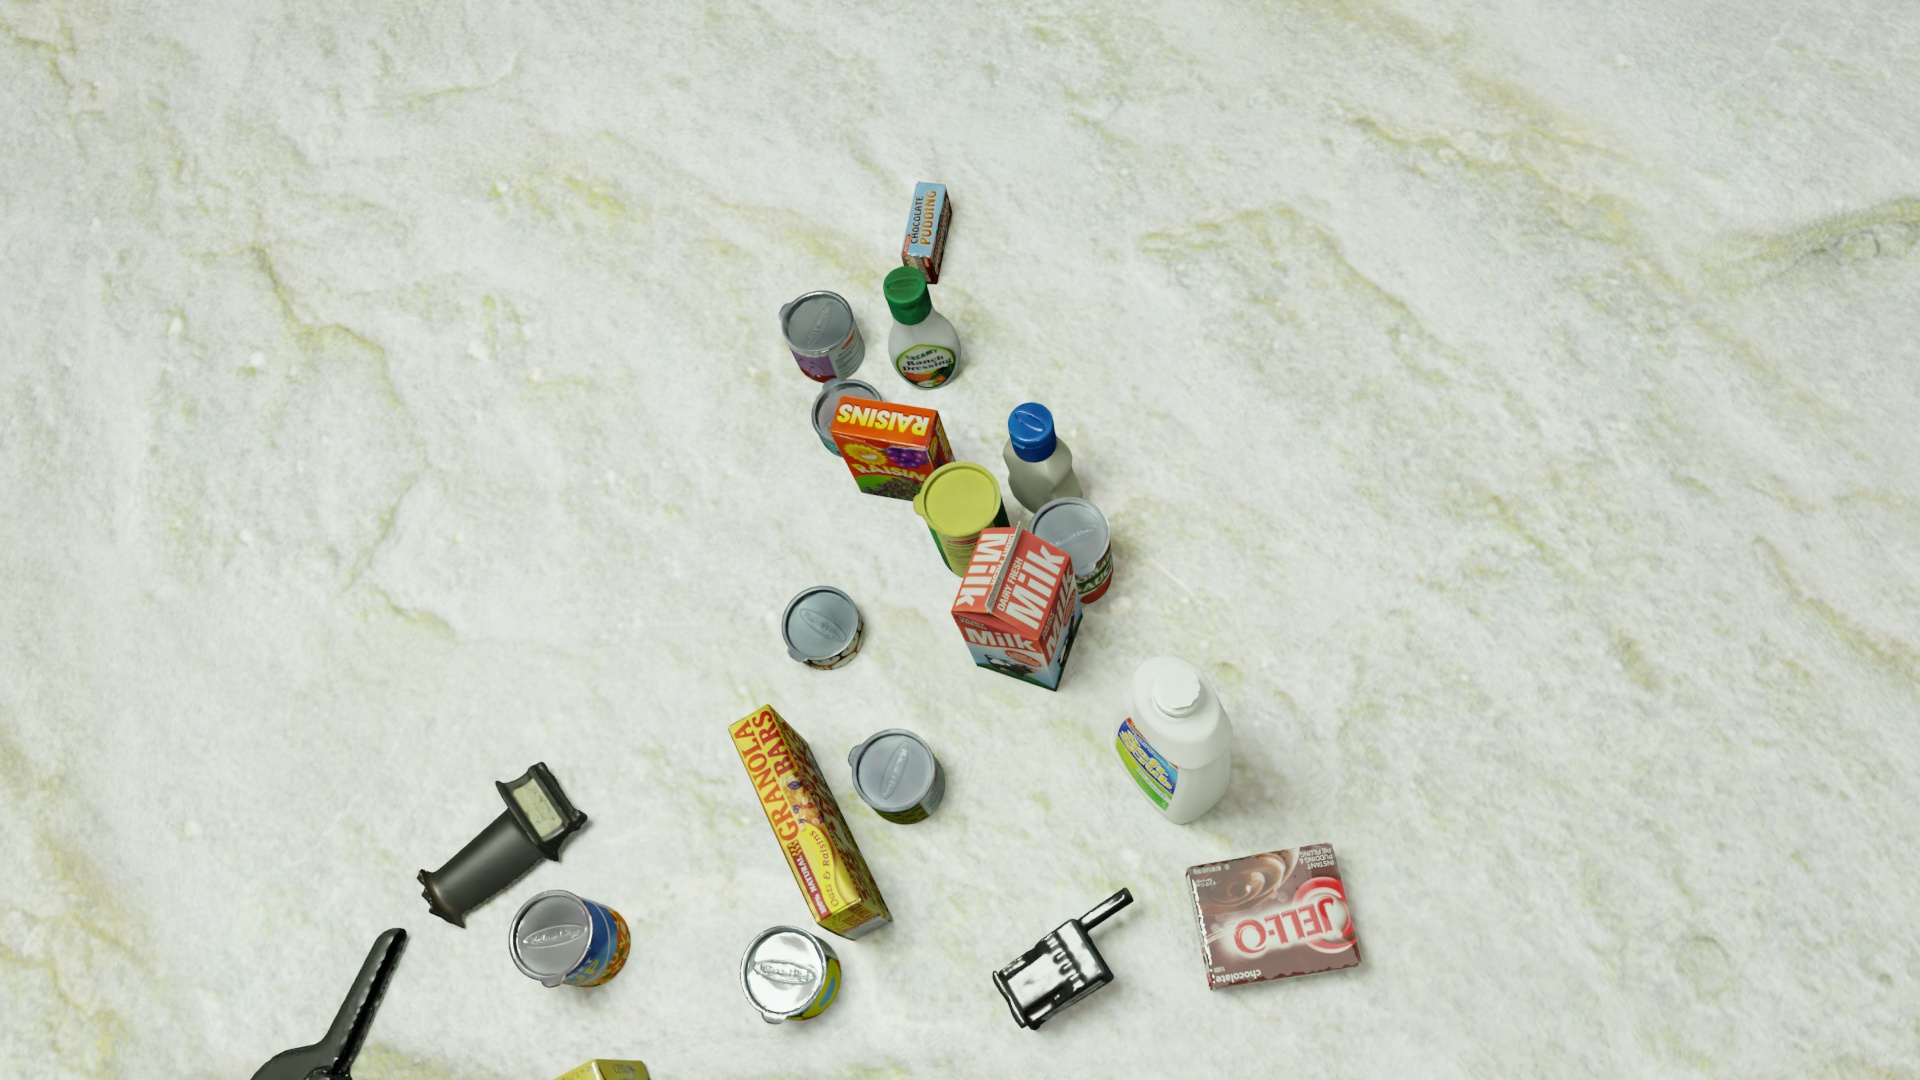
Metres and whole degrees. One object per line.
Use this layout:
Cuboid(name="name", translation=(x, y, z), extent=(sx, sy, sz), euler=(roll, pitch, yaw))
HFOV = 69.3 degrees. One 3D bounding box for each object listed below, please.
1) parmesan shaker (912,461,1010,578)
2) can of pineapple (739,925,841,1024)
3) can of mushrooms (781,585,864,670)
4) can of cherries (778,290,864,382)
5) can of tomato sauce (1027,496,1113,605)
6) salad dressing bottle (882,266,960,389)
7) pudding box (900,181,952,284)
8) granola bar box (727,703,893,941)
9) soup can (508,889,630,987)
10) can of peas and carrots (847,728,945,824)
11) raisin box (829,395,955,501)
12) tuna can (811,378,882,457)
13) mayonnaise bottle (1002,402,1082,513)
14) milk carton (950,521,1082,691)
Cuboid(name="parmesan shaker", translation=(0.004, -0.014, 1.156), extent=(0.071, 0.102, 0.071), euler=(-3, 67, 7))
Cuboid(name="can of pineapple", translation=(-0.129, 0.331, 1.056), extent=(0.071, 0.057, 0.071), euler=(-3, 67, 7))
Cuboid(name="can of mushrooms", translation=(-0.117, 0.076, 1.174), extent=(0.071, 0.033, 0.071), euler=(-3, 67, 7))
Cuboid(name="can of cherries", translation=(-0.127, -0.187, 1.273), extent=(0.071, 0.058, 0.072), euler=(-3, 67, 7))
Cuboid(name="can of tomato sauce", translation=(0.093, 0.012, 1.143), extent=(0.071, 0.083, 0.071), euler=(-3, 67, 7))
Cuboid(name="salad dressing bottle", translation=(-0.037, -0.184, 1.209), extent=(0.064, 0.147, 0.044), euler=(-9, 67, 5))
Cuboid(name="pudding box", translation=(-0.032, -0.289, 1.306), extent=(0.030, 0.049, 0.084), euler=(7, 69, 11))
Cuboid(name="granola bar box", translation=(-0.115, 0.219, 1.065), extent=(0.039, 0.124, 0.166), euler=(-28, 66, -3))
Cuboid(name="soup can", translation=(-0.301, 0.313, 1.076), extent=(0.071, 0.083, 0.071), euler=(-3, 67, 7))
Cuboid(name="can of peas and carrots", translation=(-0.051, 0.188, 1.104), extent=(0.071, 0.058, 0.071), euler=(-3, 67, 7))
Cuboid(name="raisin box", translation=(-0.054, -0.074, 1.179), extent=(0.086, 0.123, 0.040), euler=(11, 70, 13))
Cuboid(name="tuna can", translation=(-0.100, -0.111, 1.251), extent=(0.071, 0.032, 0.071), euler=(-3, 67, 7))
Cuboid(name="mayonnaise bottle", translation=(0.065, -0.065, 1.144), extent=(0.065, 0.147, 0.041), euler=(30, 75, 19))
Cuboid(name="milk carton", translation=(0.044, 0.051, 1.075), extent=(0.073, 0.190, 0.072), euler=(17, 72, 15))
